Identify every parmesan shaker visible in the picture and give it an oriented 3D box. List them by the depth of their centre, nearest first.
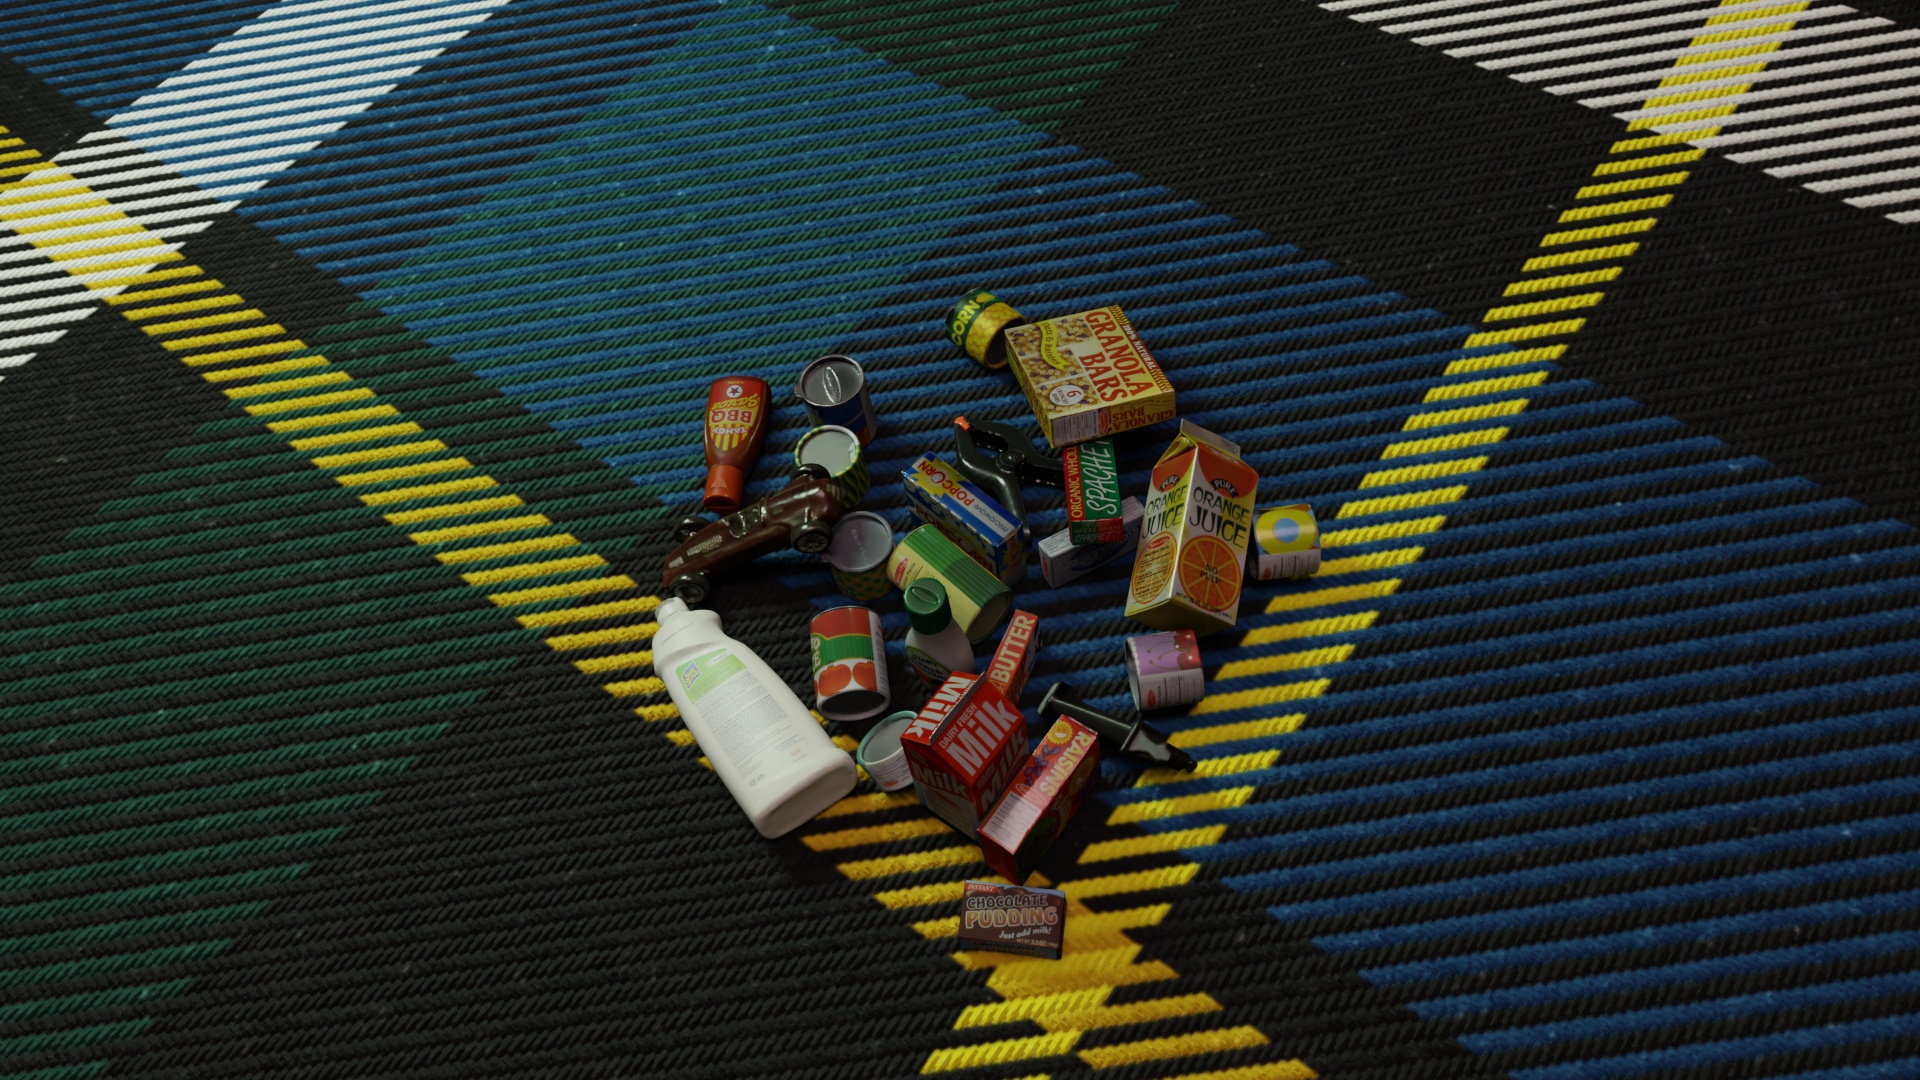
[{"bbox_3d":[-0.010,0.043,1.279,0.103,0.071,0.071,39,69,24],"label":"parmesan shaker"}]

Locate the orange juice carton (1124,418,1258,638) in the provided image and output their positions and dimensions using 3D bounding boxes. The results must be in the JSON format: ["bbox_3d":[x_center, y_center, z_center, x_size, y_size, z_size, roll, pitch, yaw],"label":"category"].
[{"bbox_3d":[0.212,-0.014,1.254,0.072,0.072,0.193,23,66,-21],"label":"orange juice carton"}]

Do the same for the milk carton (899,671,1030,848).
[{"bbox_3d":[0.006,0.172,1.118,0.073,0.189,0.072,30,66,23],"label":"milk carton"}]

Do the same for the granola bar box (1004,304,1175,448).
[{"bbox_3d":[0.124,-0.163,1.360,0.124,0.038,0.166,-14,41,-6],"label":"granola bar box"}]

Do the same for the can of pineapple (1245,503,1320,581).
[{"bbox_3d":[0.292,0.000,1.269,0.058,0.070,0.071,-7,57,1],"label":"can of pineapple"}]

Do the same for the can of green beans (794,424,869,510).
[{"bbox_3d":[-0.126,-0.071,1.368,0.071,0.057,0.071,-3,57,5],"label":"can of green beans"}]

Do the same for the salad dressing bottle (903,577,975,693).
[{"bbox_3d":[-0.022,0.083,1.204,0.064,0.147,0.044,29,65,23],"label":"salad dressing bottle"}]

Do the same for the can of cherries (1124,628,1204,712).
[{"bbox_3d":[0.177,0.111,1.212,0.058,0.071,0.072,-10,57,1],"label":"can of cherries"}]

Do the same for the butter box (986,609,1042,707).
[{"bbox_3d":[0.043,0.118,1.230,0.024,0.053,0.104,16,61,19],"label":"butter box"}]

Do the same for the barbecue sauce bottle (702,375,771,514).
[{"bbox_3d":[-0.231,-0.097,1.406,0.065,0.043,0.149,0,58,6],"label":"barbecue sauce bottle"}]

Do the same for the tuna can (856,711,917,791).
[{"bbox_3d":[-0.054,0.179,1.197,0.071,0.032,0.071,-28,24,14],"label":"tuna can"}]

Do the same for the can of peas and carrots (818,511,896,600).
[{"bbox_3d":[-0.094,0.017,1.308,0.071,0.058,0.071,-4,58,6],"label":"can of peas and carrots"}]

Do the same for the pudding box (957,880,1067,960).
[{"bbox_3d":[0.042,0.306,1.123,0.084,0.030,0.050,5,57,10],"label":"pudding box"}]

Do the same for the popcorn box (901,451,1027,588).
[{"bbox_3d":[0.005,-0.016,1.302,0.038,0.084,0.127,-41,62,-19],"label":"popcorn box"}]

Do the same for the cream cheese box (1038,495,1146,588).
[{"bbox_3d":[0.124,0.002,1.295,0.104,0.053,0.024,-26,56,-10],"label":"cream cheese box"}]

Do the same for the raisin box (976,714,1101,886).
[{"bbox_3d":[0.068,0.215,1.146,0.040,0.085,0.124,29,65,24],"label":"raisin box"}]

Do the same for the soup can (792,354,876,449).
[{"bbox_3d":[-0.125,-0.135,1.393,0.071,0.083,0.072,-3,57,5],"label":"soup can"}]

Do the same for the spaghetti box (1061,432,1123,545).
[{"bbox_3d":[0.121,-0.088,1.328,0.050,0.028,0.251,-5,41,4],"label":"spaghetti box"}]

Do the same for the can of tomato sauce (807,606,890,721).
[{"bbox_3d":[-0.101,0.111,1.244,0.071,0.071,0.083,-10,58,0],"label":"can of tomato sauce"}]

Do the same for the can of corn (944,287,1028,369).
[{"bbox_3d":[0.026,-0.219,1.438,0.071,0.071,0.058,-41,63,-18],"label":"can of corn"}]
